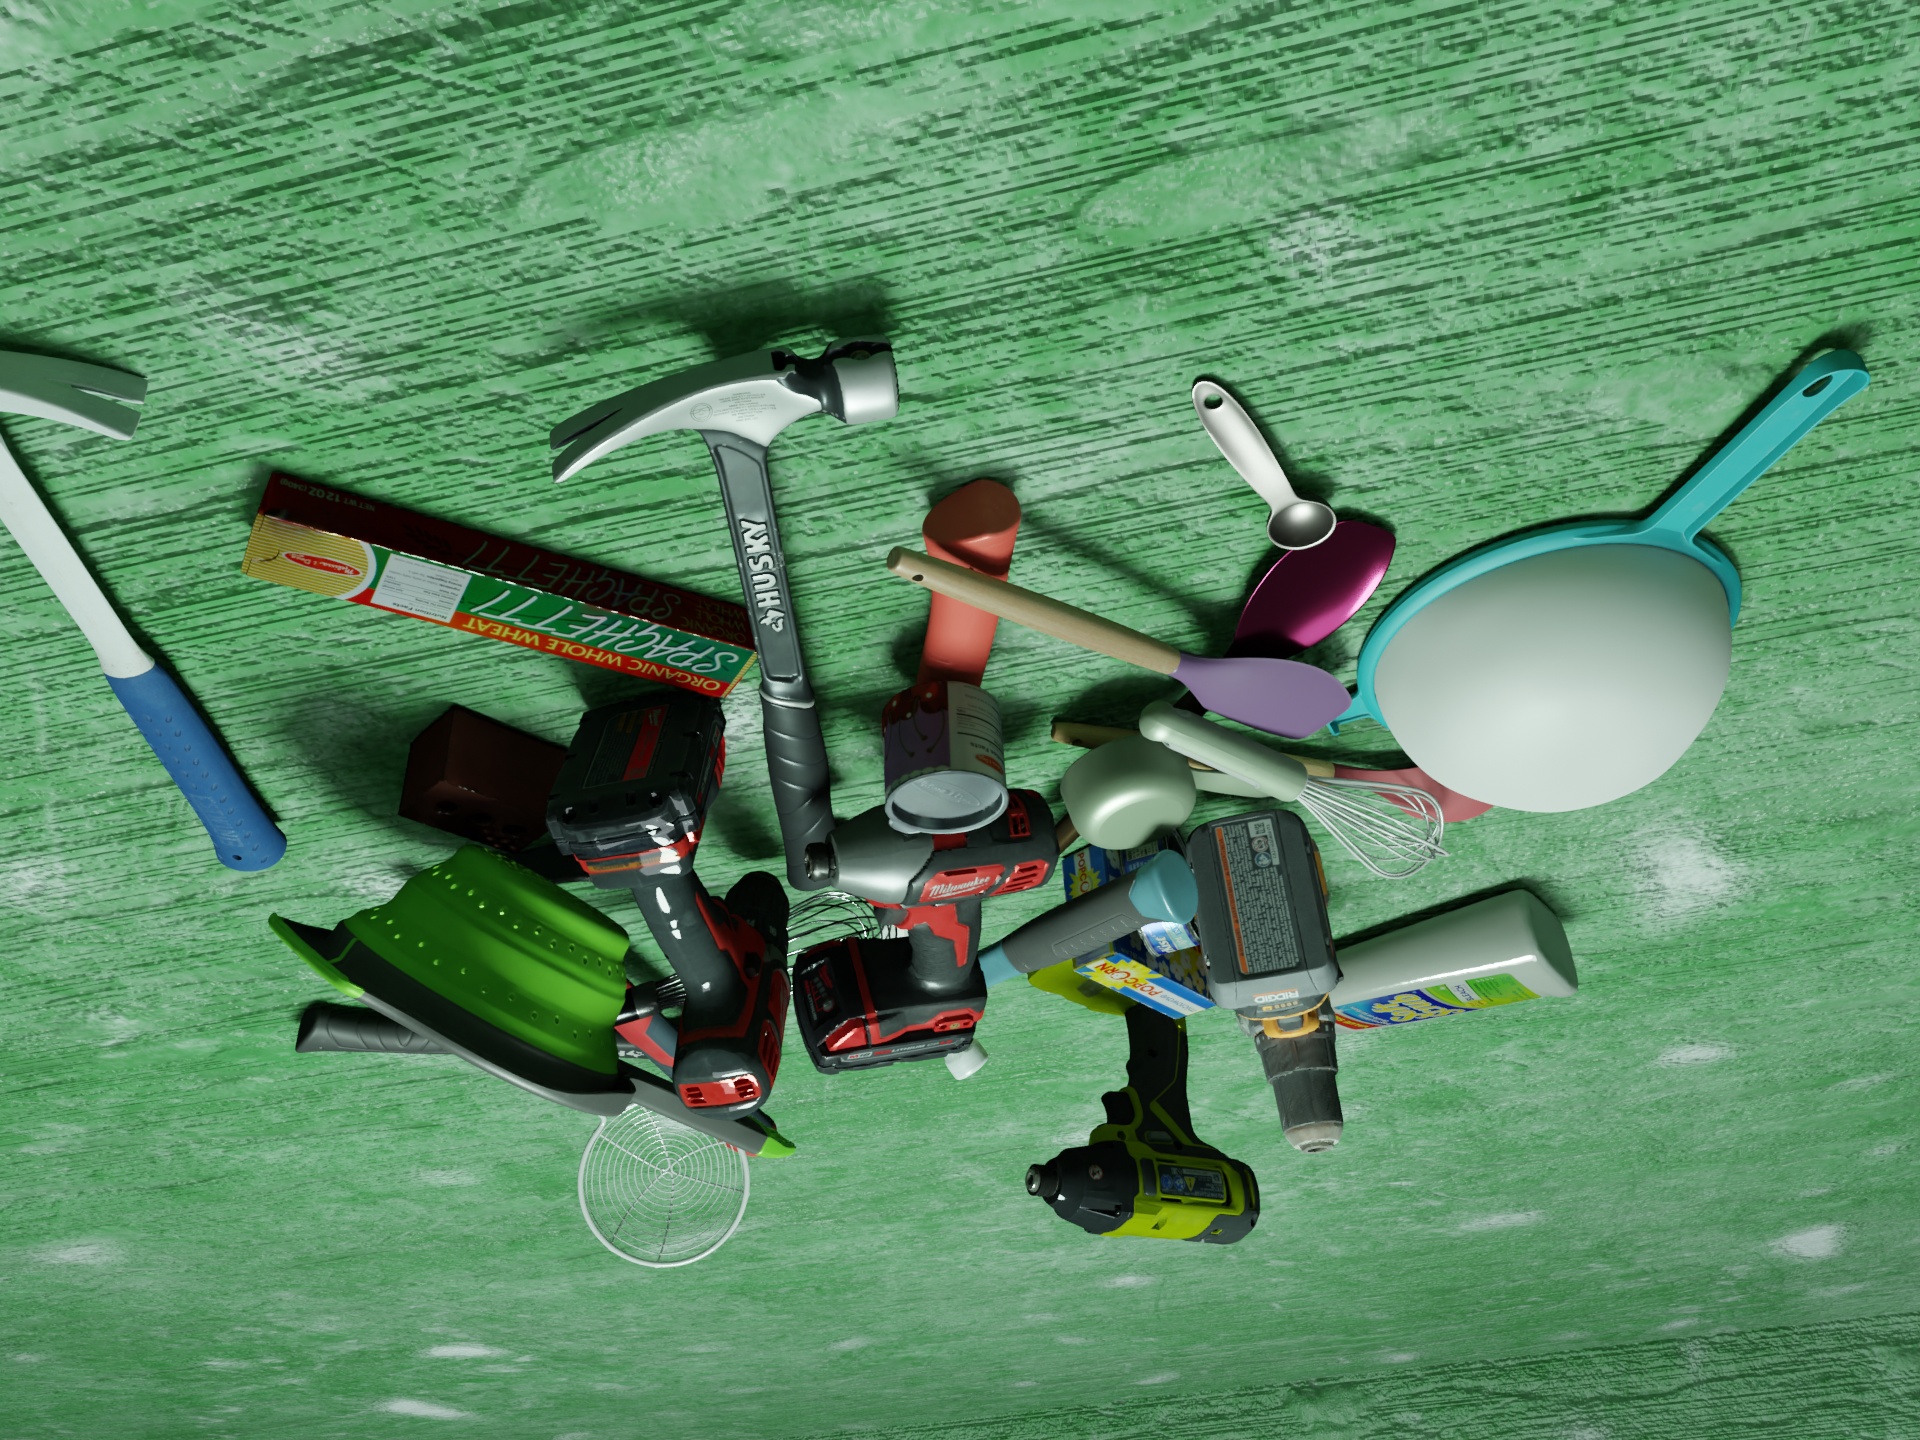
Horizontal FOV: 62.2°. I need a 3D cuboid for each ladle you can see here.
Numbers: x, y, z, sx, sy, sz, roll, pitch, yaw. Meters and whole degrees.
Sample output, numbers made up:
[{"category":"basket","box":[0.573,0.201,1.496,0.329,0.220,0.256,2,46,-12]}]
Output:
[{"category":"ladle","box":[0.205,0.028,0.985,0.315,0.031,0.069,8,137,-15]}]

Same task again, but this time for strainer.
[{"category":"strainer","box":[0.353,-0.043,0.831,0.211,0.095,0.340,7,146,-16]}]

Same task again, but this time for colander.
[{"category":"colander","box":[-0.213,0.172,0.962,0.205,0.094,0.396,21,166,44]}]

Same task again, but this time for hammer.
[{"category":"hammer","box":[-0.001,-0.003,0.905,0.149,0.037,0.358,2,146,-9]},{"category":"hammer","box":[-0.220,0.216,1.159,0.143,0.038,0.385,-16,136,15]},{"category":"hammer","box":[-0.423,-0.034,0.811,0.144,0.035,0.405,-2,146,-3]},{"category":"hammer","box":[0.046,0.149,1.034,0.128,0.033,0.331,53,143,-1]},{"category":"hammer","box":[-0.096,-0.024,0.814,0.149,0.036,0.408,-10,144,-6]},{"category":"hammer","box":[-0.345,0.253,1.250,0.334,0.035,0.146,4,145,-13]}]

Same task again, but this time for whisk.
[{"category":"whisk","box":[-0.179,0.176,1.067,0.284,0.070,0.070,-17,147,-9]},{"category":"whisk","box":[0.199,0.039,0.931,0.246,0.058,0.059,23,98,-29]}]

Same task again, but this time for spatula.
[{"category":"spatula","box":[0.093,-0.039,0.823,0.315,0.018,0.059,17,138,-35]}]

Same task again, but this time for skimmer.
[{"category":"skimmer","box":[-0.273,0.261,1.111,0.127,0.090,0.362,-36,132,-7]}]

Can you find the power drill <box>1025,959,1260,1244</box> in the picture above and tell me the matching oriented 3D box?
[{"category":"power drill","box":[0.116,0.251,1.128,0.171,0.223,0.080,14,142,-25]}]

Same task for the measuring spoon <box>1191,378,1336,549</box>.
[{"category":"measuring spoon","box":[0.143,-0.126,0.762,0.034,0.018,0.124,-23,135,26]}]

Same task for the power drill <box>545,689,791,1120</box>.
[{"category":"power drill","box":[-0.151,0.093,0.927,0.080,0.188,0.226,-10,121,8]}]

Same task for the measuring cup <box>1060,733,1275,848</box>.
[{"category":"measuring cup","box":[0.139,0.048,0.936,0.167,0.038,0.083,6,141,-26]}]

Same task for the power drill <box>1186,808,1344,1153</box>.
[{"category":"power drill","box":[0.208,0.174,1.037,0.084,0.185,0.226,-12,153,11]}]

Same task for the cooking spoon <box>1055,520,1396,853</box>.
[{"category":"cooking spoon","box":[0.130,-0.006,0.909,0.068,0.017,0.318,13,136,-30]}]

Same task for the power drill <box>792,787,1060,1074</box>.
[{"category":"power drill","box":[-0.034,0.123,0.954,0.143,0.079,0.219,-5,142,-20]}]
